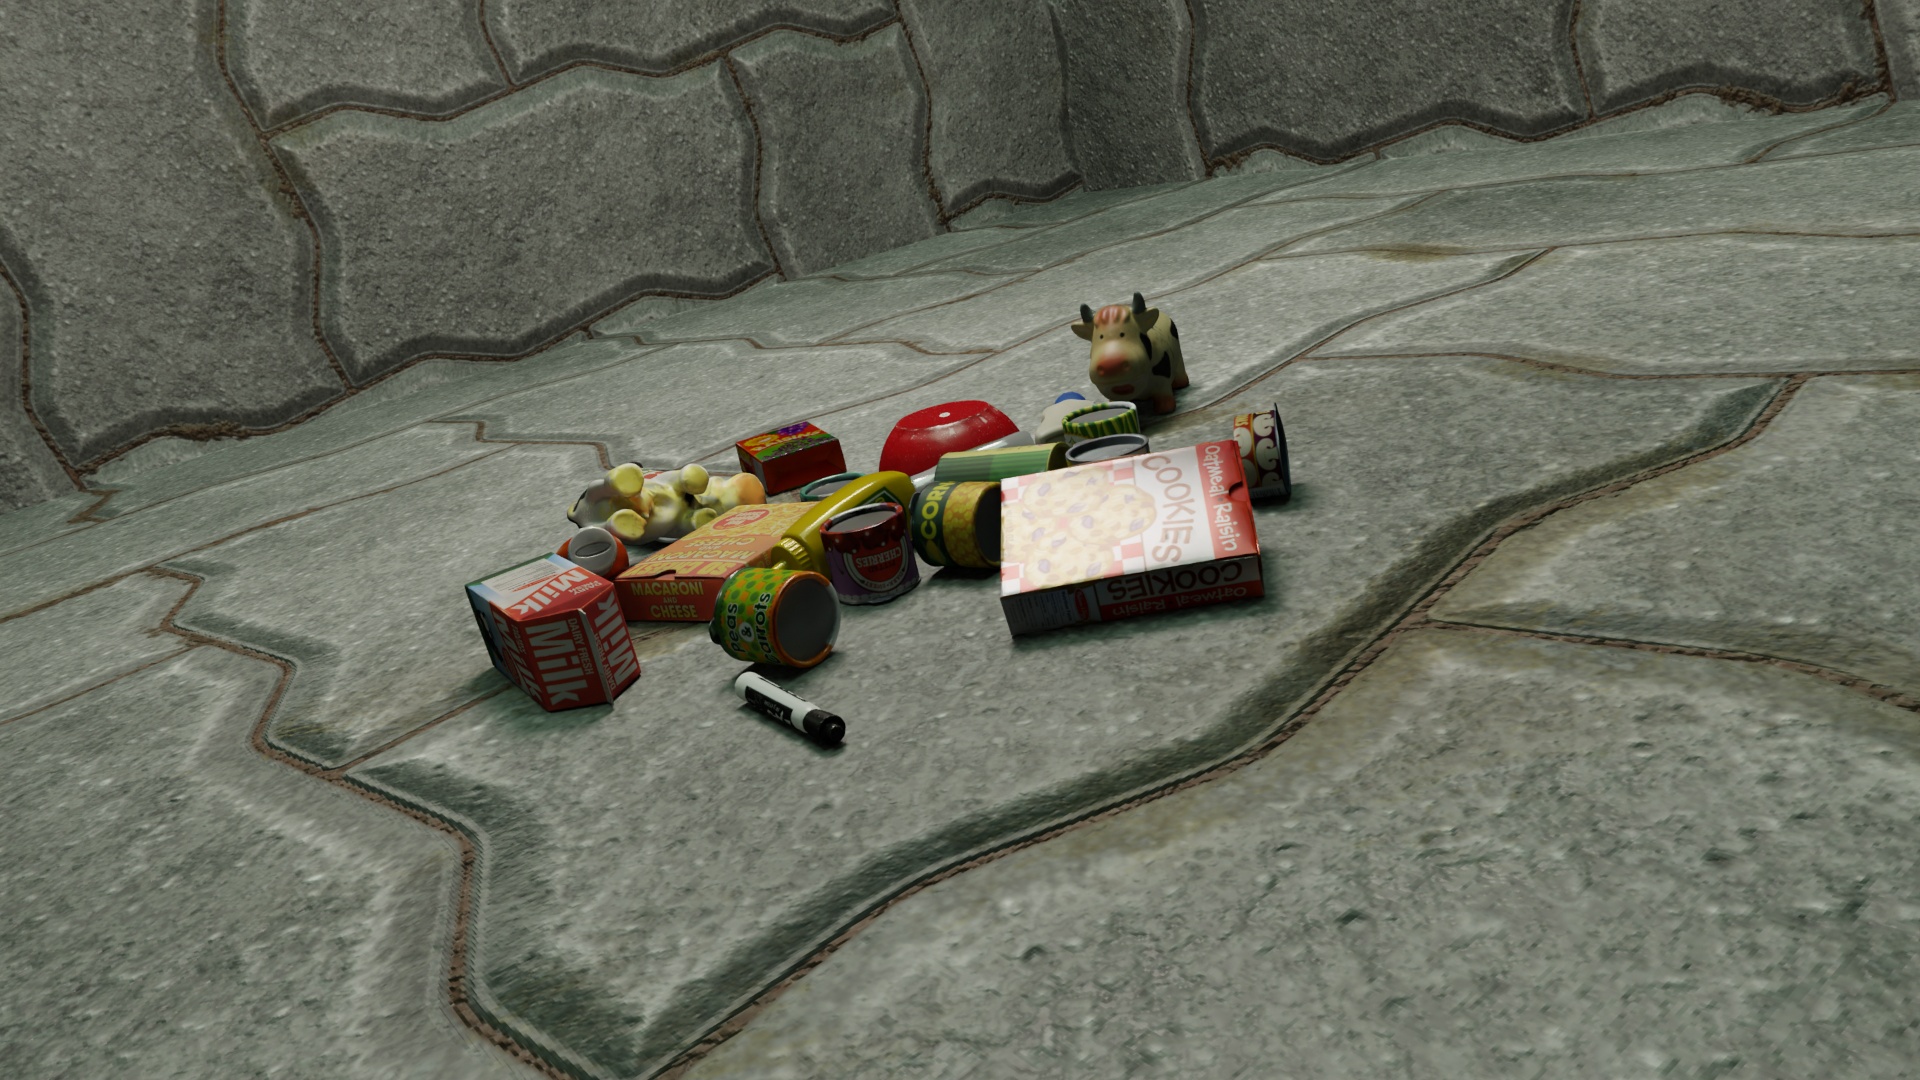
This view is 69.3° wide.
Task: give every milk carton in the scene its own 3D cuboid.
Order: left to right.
[{"bbox_3d":[-0.292,0.067,1.010,0.074,0.072,0.190,-23,20,-28],"label":"milk carton"}]

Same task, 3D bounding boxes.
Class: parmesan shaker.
[{"bbox_3d":[0.039,-0.041,1.123,0.103,0.071,0.071,-4,20,29],"label":"parmesan shaker"}]

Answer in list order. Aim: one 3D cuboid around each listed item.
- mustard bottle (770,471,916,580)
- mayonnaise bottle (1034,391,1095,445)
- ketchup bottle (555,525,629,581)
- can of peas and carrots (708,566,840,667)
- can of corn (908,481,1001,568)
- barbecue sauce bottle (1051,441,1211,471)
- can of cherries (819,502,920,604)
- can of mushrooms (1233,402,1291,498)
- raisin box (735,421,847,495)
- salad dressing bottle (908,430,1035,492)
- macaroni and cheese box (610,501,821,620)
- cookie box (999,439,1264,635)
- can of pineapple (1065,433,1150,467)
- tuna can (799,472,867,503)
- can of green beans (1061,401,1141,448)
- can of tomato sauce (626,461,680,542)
[{"bbox_3d":[-0.100,0.000,1.100,0.161,0.065,0.049,-33,21,-35],"label":"mustard bottle"},{"bbox_3d":[0.105,-0.108,1.320,0.065,0.041,0.148,-9,17,8],"label":"mayonnaise bottle"},{"bbox_3d":[-0.302,0.017,1.132,0.065,0.043,0.148,-17,-4,-18],"label":"ketchup bottle"},{"bbox_3d":[-0.126,0.053,0.944,0.058,0.070,0.071,2,23,38],"label":"can of peas and carrots"},{"bbox_3d":[0.004,-0.013,1.049,0.058,0.071,0.071,1,22,36],"label":"can of corn"},{"bbox_3d":[0.117,-0.036,1.027,0.148,0.064,0.044,-15,53,17],"label":"barbecue sauce bottle"},{"bbox_3d":[-0.068,0.009,1.048,0.071,0.058,0.072,-12,17,4],"label":"can of cherries"},{"bbox_3d":[0.230,-0.068,1.057,0.033,0.071,0.071,-9,18,19],"label":"can of mushrooms"},{"bbox_3d":[-0.179,-0.088,1.455,0.086,0.040,0.123,-19,20,-17],"label":"raisin box"},{"bbox_3d":[-0.004,-0.051,1.201,0.148,0.044,0.064,-19,-16,-3],"label":"salad dressing bottle"},{"bbox_3d":[-0.185,0.014,1.144,0.123,0.040,0.167,-2,20,33],"label":"macaroni and cheese box"},{"bbox_3d":[0.111,-0.005,0.931,0.167,0.040,0.123,-10,39,10],"label":"cookie box"},{"bbox_3d":[0.120,-0.047,1.092,0.071,0.057,0.071,-11,17,4],"label":"can of pineapple"},{"bbox_3d":[-0.112,-0.037,1.262,0.071,0.032,0.071,-11,18,4],"label":"tuna can"},{"bbox_3d":[0.124,-0.083,1.198,0.071,0.057,0.071,-12,18,4],"label":"can of green beans"},{"bbox_3d":[-0.296,-0.037,1.330,0.071,0.071,0.083,-25,22,-33],"label":"can of tomato sauce"}]
